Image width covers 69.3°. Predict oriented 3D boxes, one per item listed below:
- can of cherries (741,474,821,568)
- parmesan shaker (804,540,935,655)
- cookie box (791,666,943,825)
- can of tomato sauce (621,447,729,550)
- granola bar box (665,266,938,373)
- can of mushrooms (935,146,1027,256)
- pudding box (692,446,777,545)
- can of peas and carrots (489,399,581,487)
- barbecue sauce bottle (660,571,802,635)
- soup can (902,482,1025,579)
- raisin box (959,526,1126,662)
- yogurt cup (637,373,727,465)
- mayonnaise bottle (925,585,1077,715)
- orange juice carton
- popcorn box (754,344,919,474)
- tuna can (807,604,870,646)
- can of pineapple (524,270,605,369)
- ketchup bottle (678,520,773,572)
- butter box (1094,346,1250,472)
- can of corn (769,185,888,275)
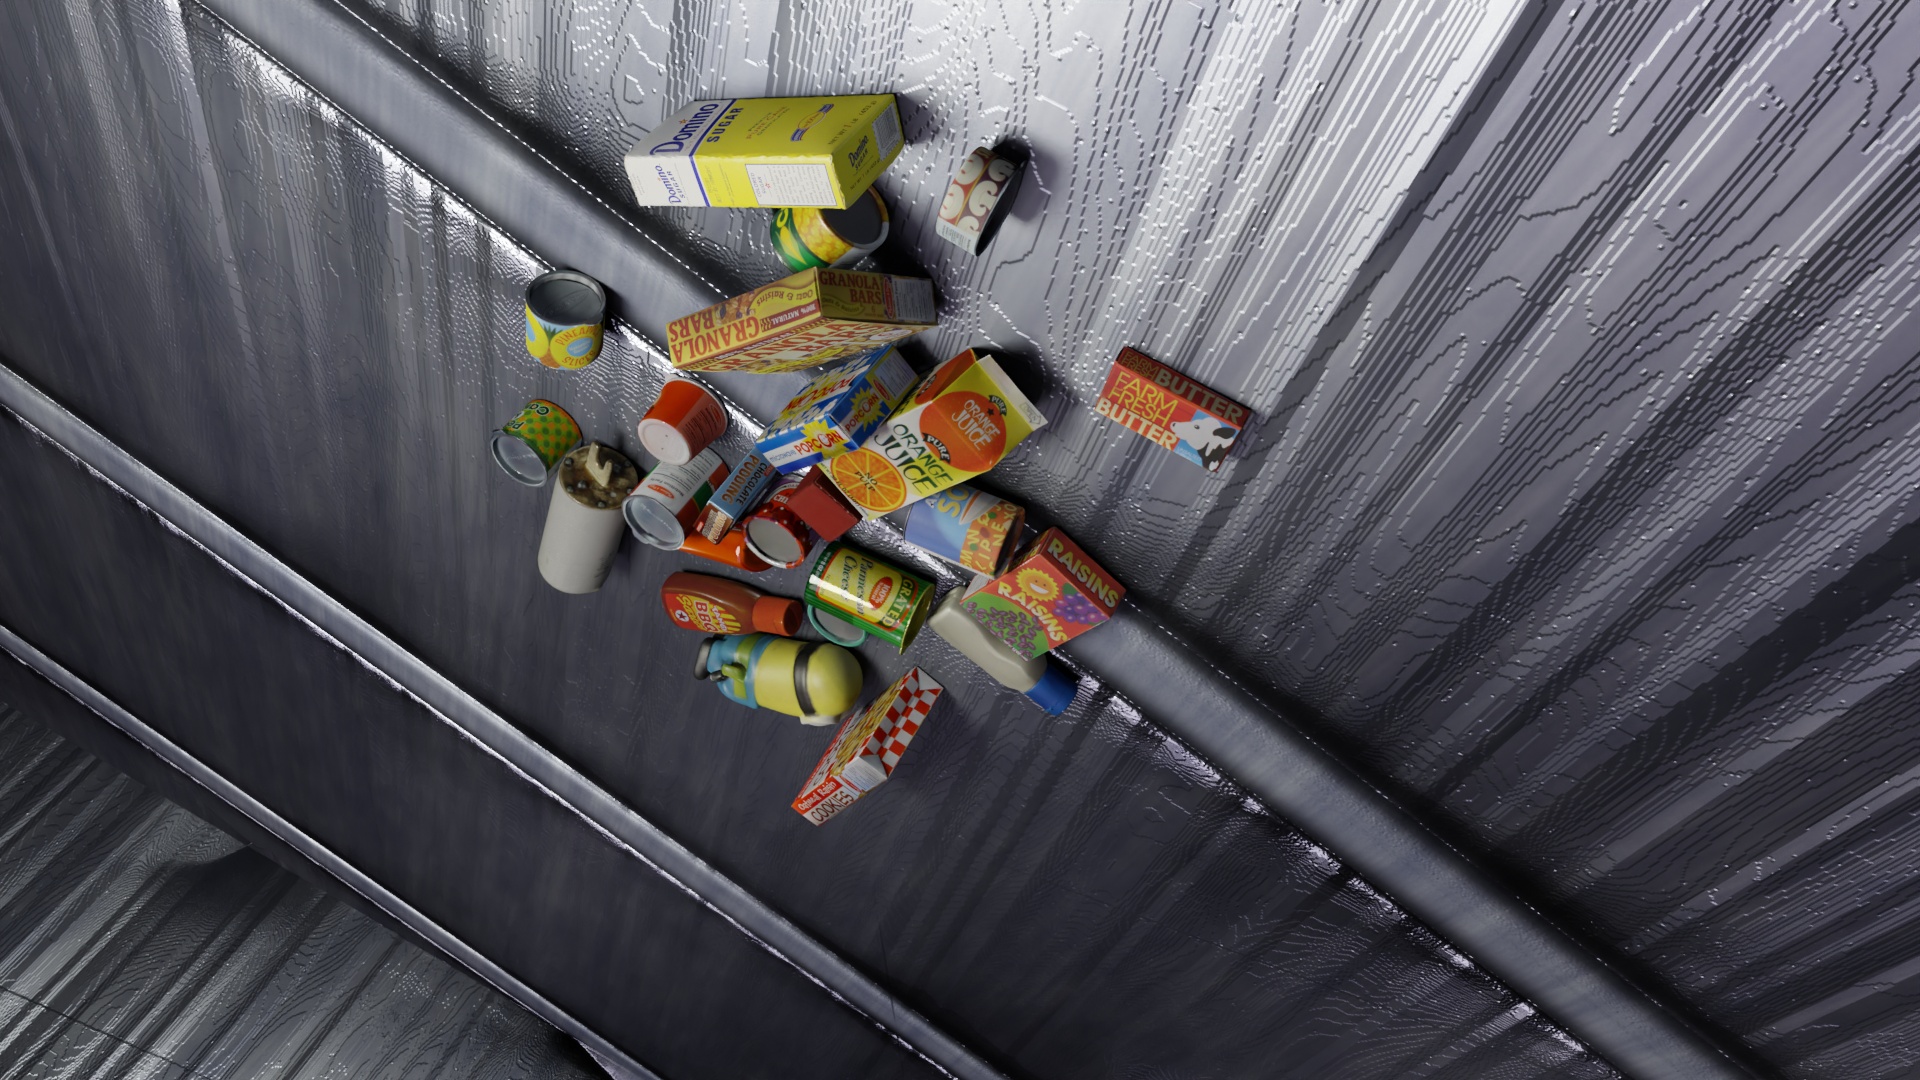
[{"bbox_3d":[-0.156,-0.018,1.259,0.071,0.059,0.071,18,139,17],"label":"can of cherries"},{"bbox_3d":[-0.085,0.052,1.275,0.103,0.072,0.071,24,140,10],"label":"parmesan shaker"},{"bbox_3d":[-0.095,0.211,1.406,0.040,0.123,0.166,39,140,-7],"label":"cookie box"},{"bbox_3d":[-0.262,-0.041,1.285,0.071,0.083,0.070,18,139,17],"label":"can of tomato sauce"},{"bbox_3d":[-0.119,-0.161,1.039,0.165,0.124,0.039,-10,87,40],"label":"granola bar box"},{"bbox_3d":[0.014,-0.228,0.926,0.033,0.071,0.070,30,141,5],"label":"can of mushrooms"},{"bbox_3d":[-0.200,-0.041,1.244,0.030,0.084,0.049,37,141,-6],"label":"pudding box"},{"bbox_3d":[-0.413,-0.096,1.347,0.071,0.059,0.070,18,138,17],"label":"can of peas and carrots"},{"bbox_3d":[-0.231,0.069,1.411,0.148,0.044,0.064,7,134,27],"label":"barbecue sauce bottle"},{"bbox_3d":[0.004,-0.014,1.154,0.084,0.072,0.071,22,140,12],"label":"soup can"},{"bbox_3d":[0.070,0.048,1.196,0.086,0.040,0.123,42,141,-11],"label":"raisin box"},{"bbox_3d":[-0.249,-0.103,1.236,0.072,0.054,0.072,18,139,16],"label":"yogurt cup"},{"bbox_3d":[0.040,0.102,1.270,0.148,0.041,0.064,38,151,-9],"label":"mayonnaise bottle"},{"bbox_3d":[-0.021,-0.087,1.088,0.192,0.073,0.071,-21,118,44],"label":"orange juice carton"},{"bbox_3d":[-0.099,-0.102,1.097,0.038,0.085,0.126,50,149,-19],"label":"popcorn box"},{"bbox_3d":[-0.112,0.071,1.343,0.071,0.033,0.070,18,138,17],"label":"tuna can"},{"bbox_3d":[-0.340,-0.188,1.196,0.071,0.071,0.057,28,142,5],"label":"can of pineapple"},{"bbox_3d":[-0.246,-0.006,1.333,0.149,0.065,0.043,14,97,30],"label":"ketchup bottle"},{"bbox_3d":[0.152,-0.094,1.005,0.103,0.024,0.052,29,141,5],"label":"butter box"},{"bbox_3d":[-0.095,-0.227,0.997,0.071,0.071,0.058,46,138,-17],"label":"can of corn"}]
